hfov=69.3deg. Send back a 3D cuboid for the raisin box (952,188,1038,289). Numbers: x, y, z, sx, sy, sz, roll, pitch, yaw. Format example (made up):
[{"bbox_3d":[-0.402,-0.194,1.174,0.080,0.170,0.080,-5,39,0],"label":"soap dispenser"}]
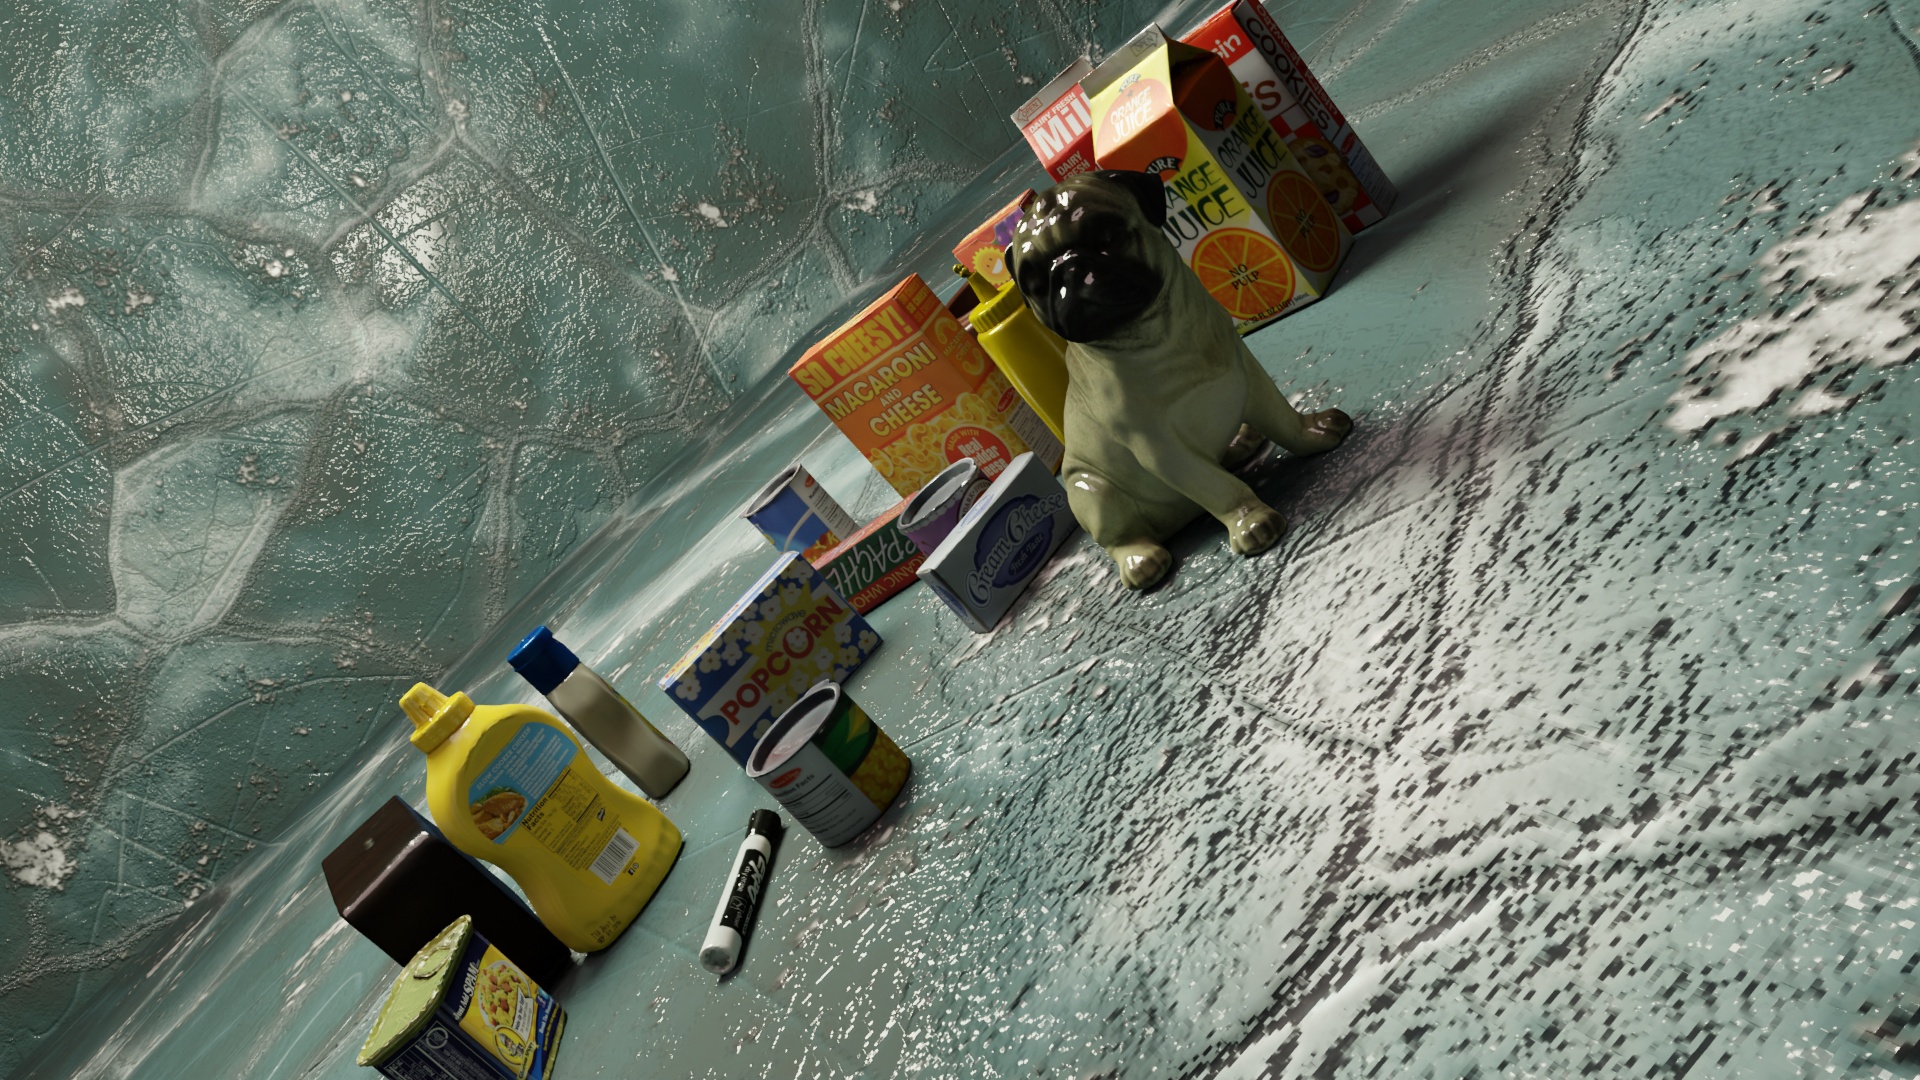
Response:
[{"bbox_3d":[0.066,-0.235,1.225,0.086,0.123,0.040,-28,21,41],"label":"raisin box"}]

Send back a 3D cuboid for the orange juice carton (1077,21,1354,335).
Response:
[{"bbox_3d":[0.156,-0.230,0.875,0.071,0.192,0.073,-23,24,49],"label":"orange juice carton"}]

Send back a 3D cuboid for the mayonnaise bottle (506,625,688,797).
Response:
[{"bbox_3d":[-0.264,0.125,1.015,0.041,0.148,0.064,-46,16,-15],"label":"mayonnaise bottle"}]

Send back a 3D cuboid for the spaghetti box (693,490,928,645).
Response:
[{"bbox_3d":[-0.106,0.046,1.028,0.249,0.050,0.029,-33,18,28],"label":"spaghetti box"}]

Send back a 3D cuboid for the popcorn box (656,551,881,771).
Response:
[{"bbox_3d":[-0.126,0.080,0.923,0.127,0.085,0.038,-47,16,-18],"label":"popcorn box"}]

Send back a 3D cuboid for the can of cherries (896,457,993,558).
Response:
[{"bbox_3d":[0.003,-0.011,0.907,0.071,0.058,0.072,-38,16,13],"label":"can of cherries"}]

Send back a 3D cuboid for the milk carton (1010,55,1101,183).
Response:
[{"bbox_3d":[0.125,-0.269,1.052,0.072,0.190,0.074,-37,16,18],"label":"milk carton"}]

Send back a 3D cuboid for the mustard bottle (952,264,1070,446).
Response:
[{"bbox_3d":[0.052,-0.115,0.879,0.048,0.160,0.065,-38,16,14],"label":"mustard bottle"}]

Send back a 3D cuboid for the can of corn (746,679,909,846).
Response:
[{"bbox_3d":[-0.069,0.118,0.739,0.071,0.058,0.071,-38,16,13],"label":"can of corn"}]

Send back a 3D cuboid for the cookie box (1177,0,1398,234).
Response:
[{"bbox_3d":[0.188,-0.259,0.922,0.122,0.167,0.040,-25,23,47],"label":"cookie box"}]

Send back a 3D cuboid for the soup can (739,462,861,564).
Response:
[{"bbox_3d":[-0.135,-0.013,1.187,0.071,0.083,0.071,-38,16,13],"label":"soup can"}]

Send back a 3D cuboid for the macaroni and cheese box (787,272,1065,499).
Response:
[{"bbox_3d":[-0.023,-0.092,0.981,0.123,0.166,0.040,-27,21,42],"label":"macaroni and cheese box"}]

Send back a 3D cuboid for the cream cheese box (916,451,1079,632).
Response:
[{"bbox_3d":[0.026,0.001,0.831,0.104,0.053,0.024,-49,17,-23],"label":"cream cheese box"}]
